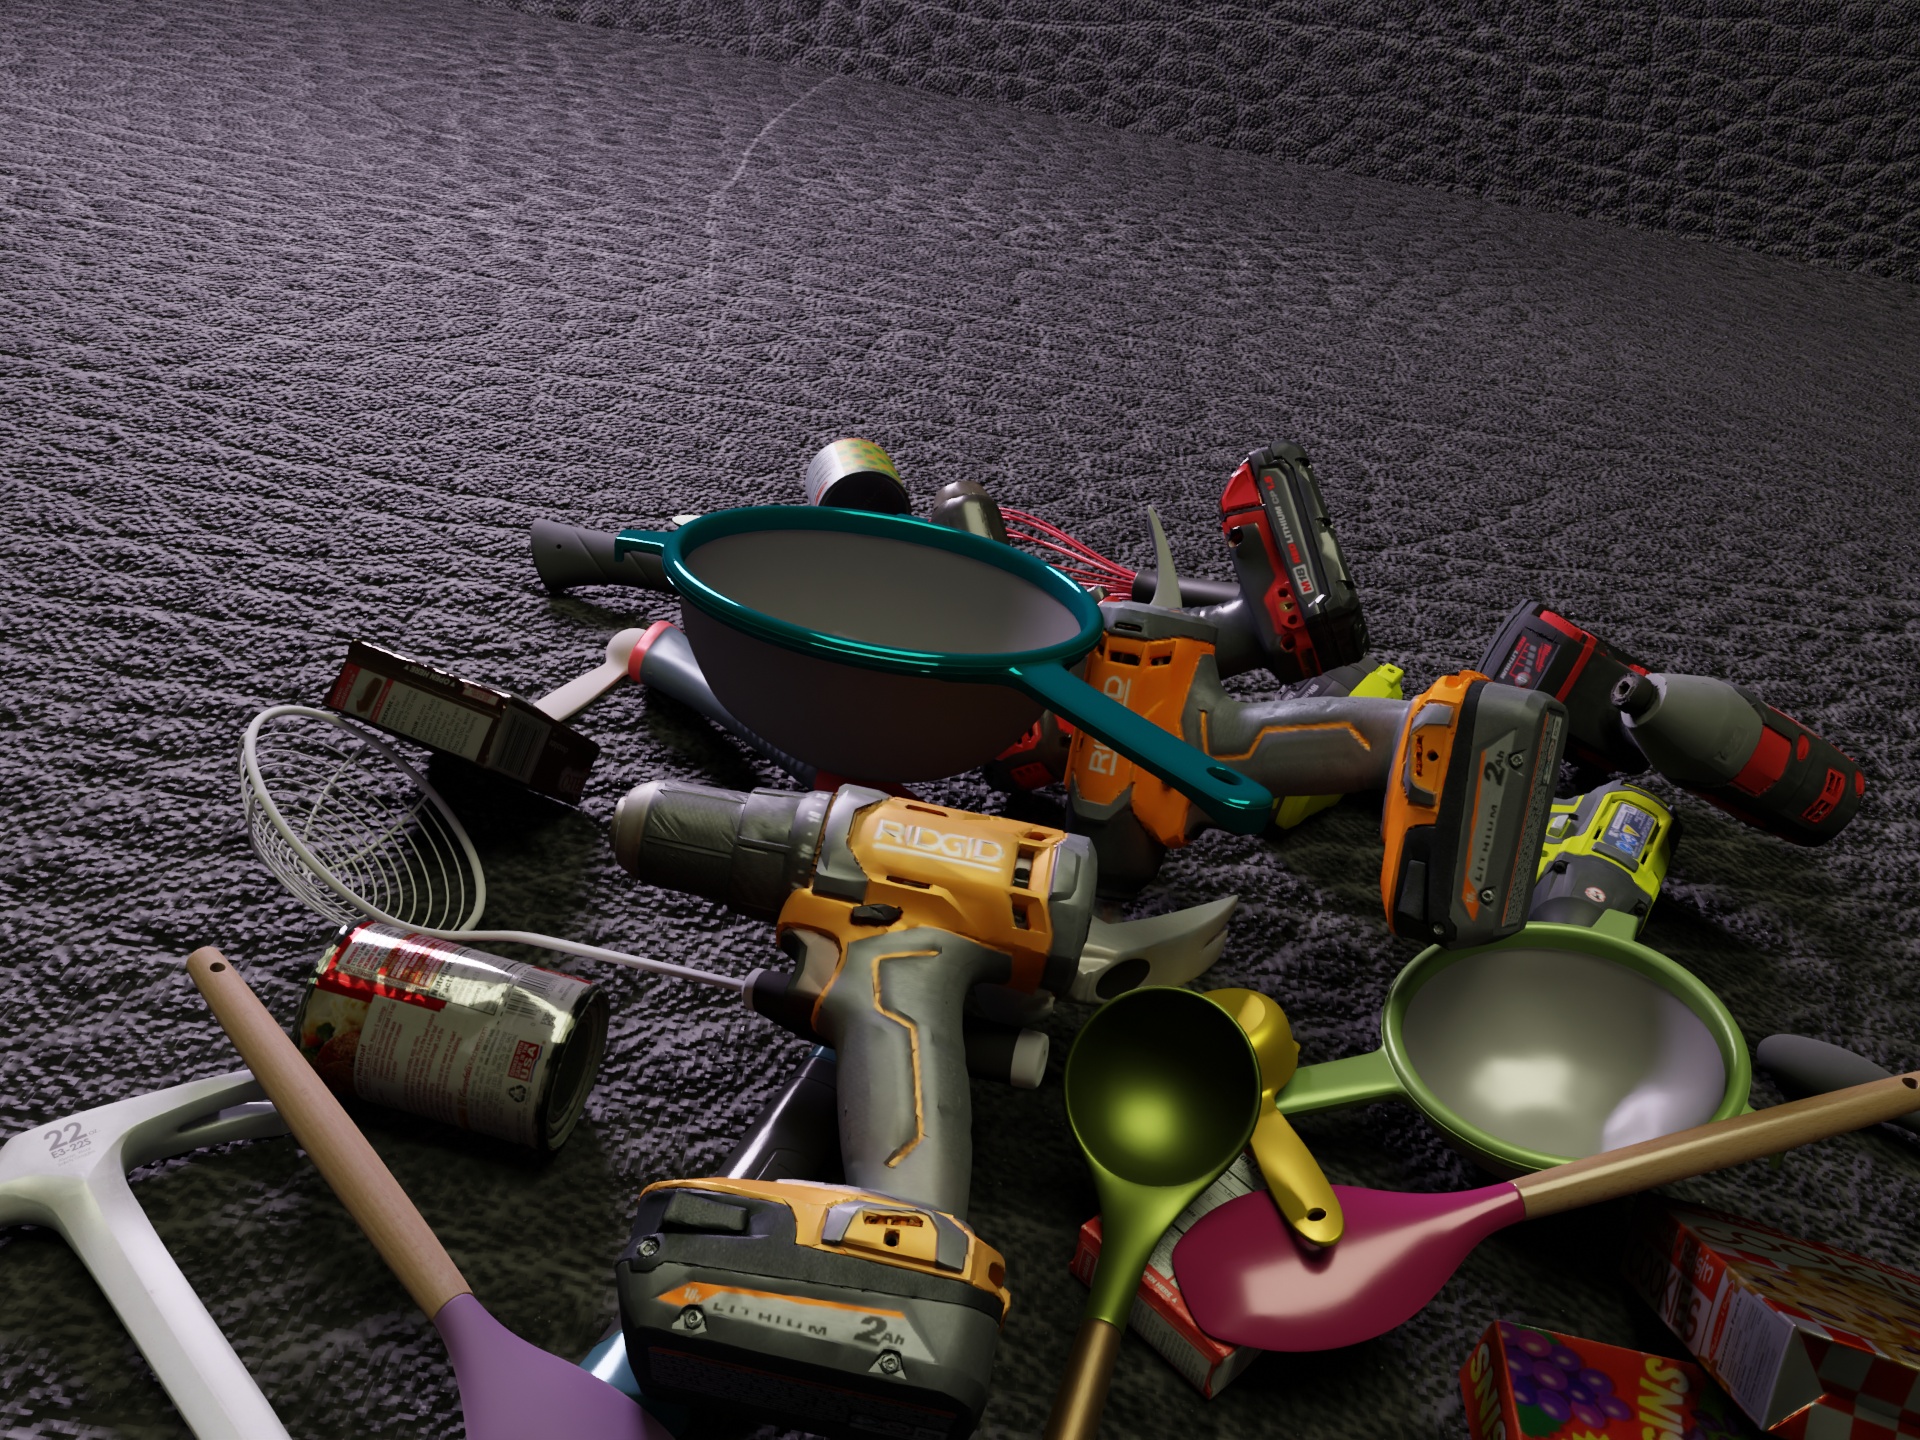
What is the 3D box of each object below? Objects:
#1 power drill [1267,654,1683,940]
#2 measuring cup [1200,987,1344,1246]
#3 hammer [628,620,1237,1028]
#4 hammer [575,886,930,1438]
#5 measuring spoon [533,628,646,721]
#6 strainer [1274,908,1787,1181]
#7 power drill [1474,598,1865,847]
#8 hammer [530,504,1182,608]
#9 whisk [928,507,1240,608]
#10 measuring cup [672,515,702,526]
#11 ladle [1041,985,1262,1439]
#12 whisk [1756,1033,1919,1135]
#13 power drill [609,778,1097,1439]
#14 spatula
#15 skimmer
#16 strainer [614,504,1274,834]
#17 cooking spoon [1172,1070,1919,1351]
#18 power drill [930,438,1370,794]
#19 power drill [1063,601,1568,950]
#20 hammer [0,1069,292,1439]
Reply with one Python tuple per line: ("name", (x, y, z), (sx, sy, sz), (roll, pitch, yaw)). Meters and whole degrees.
("power drill", (0.276, 0.052, 0.887), (0.223, 0.080, 0.171), (29, 35, 20))
("measuring cup", (0.121, 0.154, 0.640), (0.062, 0.029, 0.157), (-16, 19, -2))
("hammer", (-0.042, 0.031, 0.802), (0.143, 0.038, 0.387), (-8, 28, -41))
("hammer", (-0.057, 0.156, 0.651), (0.128, 0.033, 0.331), (20, 33, 12))
("measuring spoon", (-0.210, -0.025, 0.900), (0.034, 0.018, 0.124), (23, 34, 17))
("strainer", (0.211, 0.171, 0.703), (0.256, 0.069, 0.152), (-10, 34, -2))
("power drill", (0.390, -0.002, 0.912), (0.143, 0.078, 0.220), (26, 7, -14))
("hammer", (-0.066, -0.080, 0.967), (0.409, 0.149, 0.036), (9, -12, 7))
("whisk", (0.097, -0.088, 1.010), (0.296, 0.073, 0.073), (14, 29, 29))
("measuring cup", (-0.108, -0.101, 1.037), (0.167, 0.038, 0.083), (13, 32, 6))
("ladle", (0.038, 0.219, 0.526), (0.078, 0.062, 0.320), (5, 39, 21))
("whisk", (0.519, 0.212, 0.736), (0.285, 0.070, 0.070), (23, 33, 25))
("power drill", (-0.055, 0.117, 0.556), (0.185, 0.084, 0.226), (12, 50, 1))
("spatula", (-0.180, 0.176, 0.528), (0.316, 0.018, 0.059), (38, 33, 29))
("skimmer", (-0.135, 0.070, 0.662), (0.363, 0.090, 0.127), (11, 0, 15))
("strainer", (-0.001, -0.002, 0.729), (0.211, 0.095, 0.341), (-10, 32, -41))
("cooking spoon", (0.235, 0.177, 0.608), (0.319, 0.017, 0.069), (-11, 39, -10))
("power drill", (0.093, -0.077, 0.885), (0.226, 0.080, 0.188), (-20, 68, 13))
("power drill", (0.153, 0.039, 0.753), (0.227, 0.164, 0.084), (13, 3, 31))
("hammer", (-0.180, 0.245, 0.467), (0.406, 0.035, 0.144), (34, 38, 32))
